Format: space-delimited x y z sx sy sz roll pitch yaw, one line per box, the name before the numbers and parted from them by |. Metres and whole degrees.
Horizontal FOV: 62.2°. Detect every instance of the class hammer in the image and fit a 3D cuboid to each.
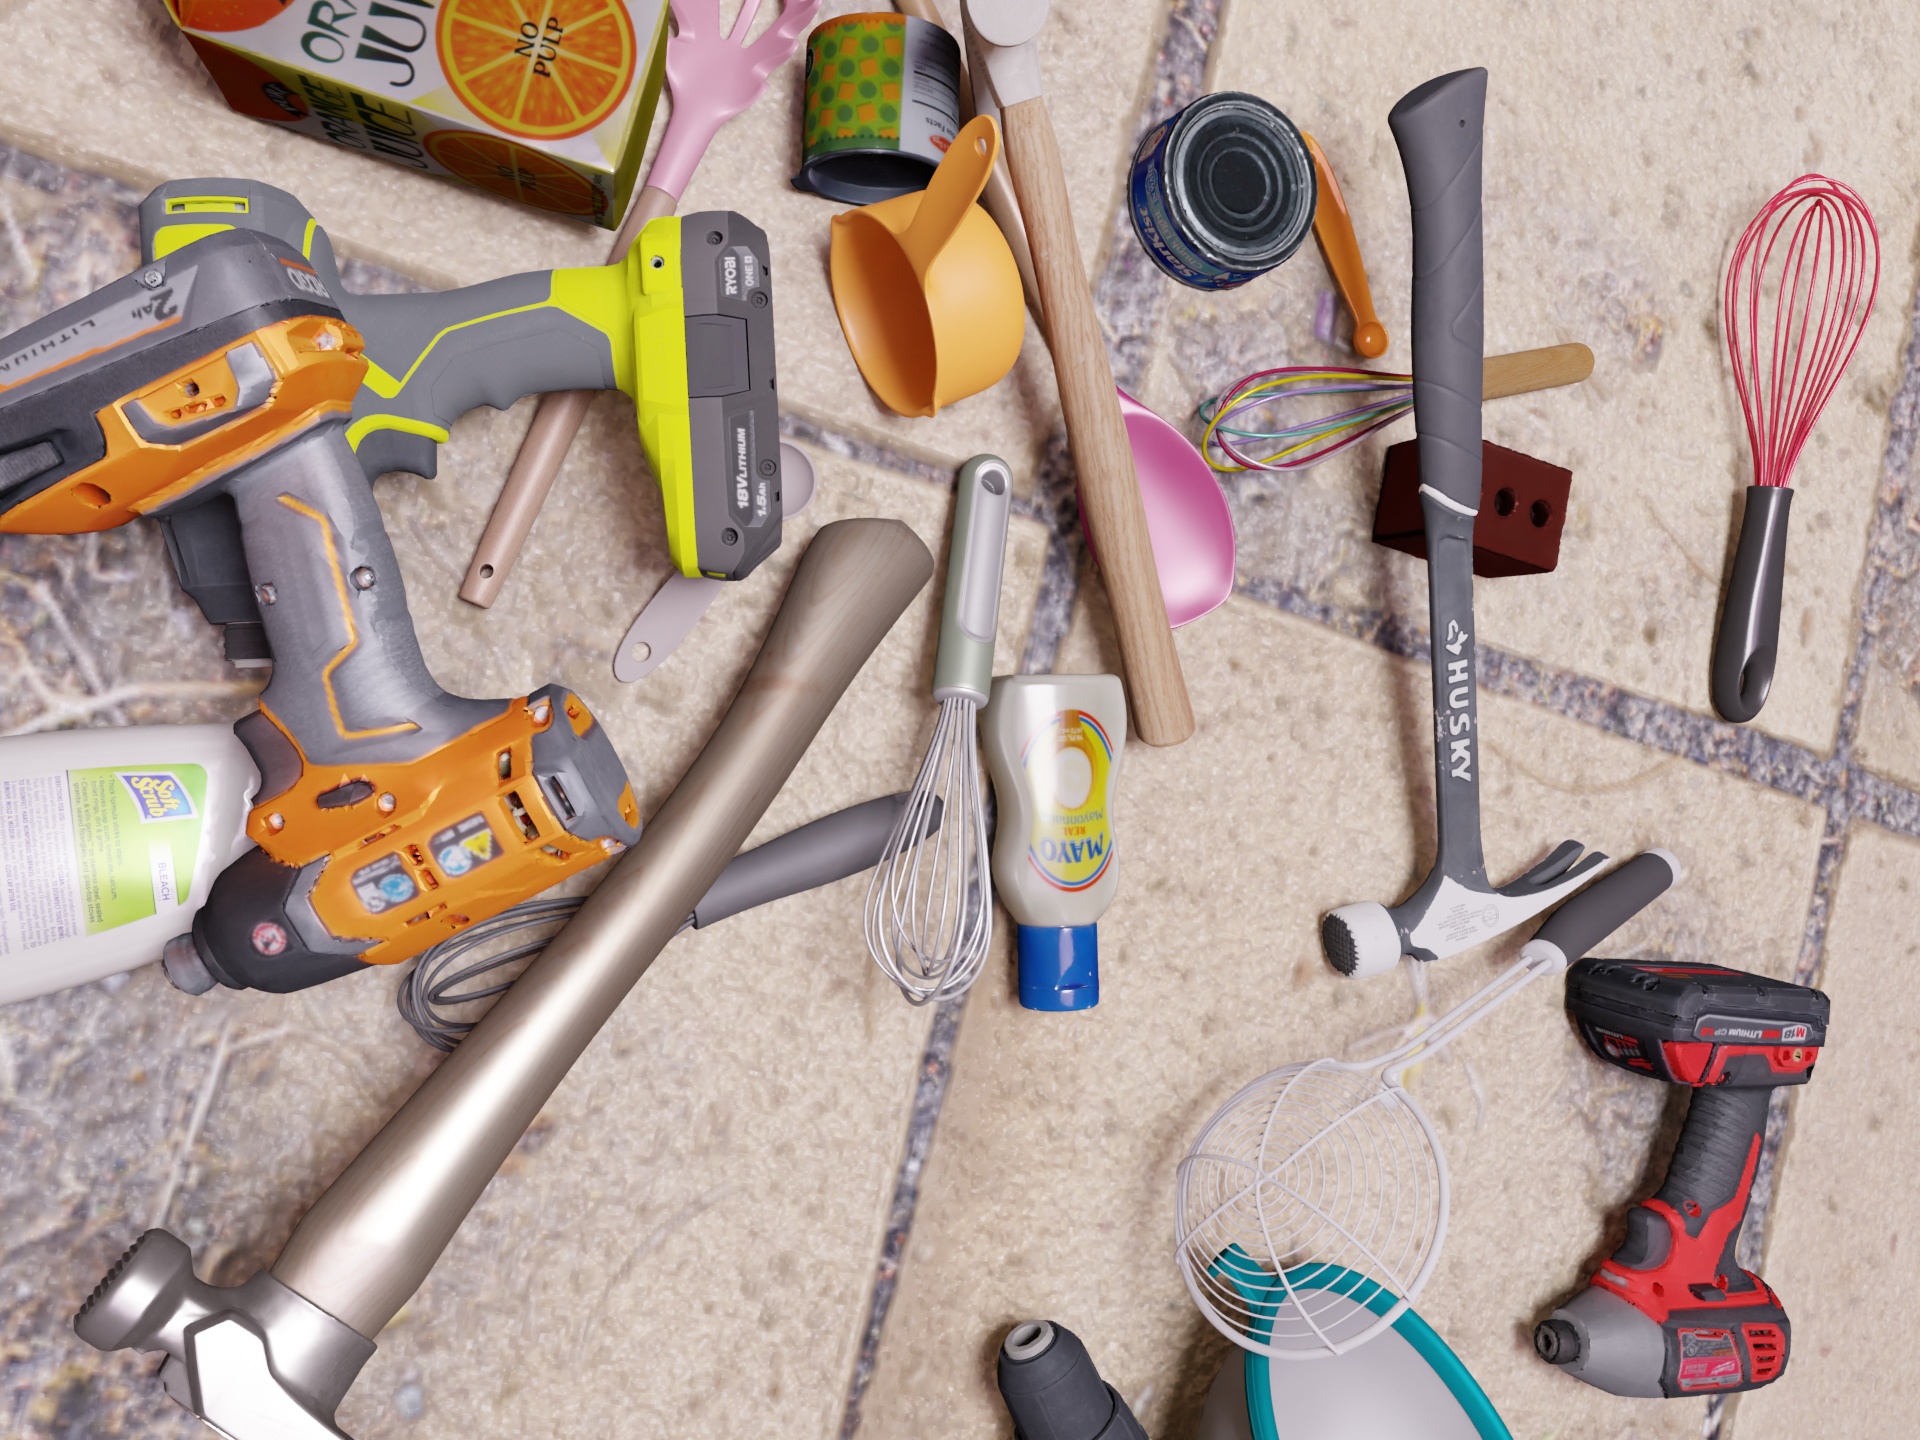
hammer | -0.120 0.083 0.599 0.146 0.038 0.411 41 63 -14
hammer | 0.231 -0.082 0.734 0.149 0.036 0.408 -12 108 -16
hammer | 0.052 -0.144 0.674 0.031 0.130 0.331 -15 110 3

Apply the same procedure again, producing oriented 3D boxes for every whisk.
whisk | -0.109 0.075 0.650 0.239 0.055 0.055 -20 97 -24
whisk | -0.001 -0.002 0.671 0.057 0.059 0.246 15 70 -24
whisk | 0.441 -0.145 0.862 0.073 0.073 0.296 4 95 -21
whisk | 0.218 -0.159 0.785 0.245 0.051 0.047 -14 115 -25

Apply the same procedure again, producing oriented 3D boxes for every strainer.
strainer | 0.219 0.389 0.743 0.340 0.211 0.095 31 121 -32

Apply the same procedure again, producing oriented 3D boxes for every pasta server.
pasta server | -0.133 -0.192 0.645 0.060 0.040 0.316 23 83 -7

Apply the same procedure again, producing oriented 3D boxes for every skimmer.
skimmer | 0.244 0.163 0.757 0.363 0.127 0.090 -23 114 -36

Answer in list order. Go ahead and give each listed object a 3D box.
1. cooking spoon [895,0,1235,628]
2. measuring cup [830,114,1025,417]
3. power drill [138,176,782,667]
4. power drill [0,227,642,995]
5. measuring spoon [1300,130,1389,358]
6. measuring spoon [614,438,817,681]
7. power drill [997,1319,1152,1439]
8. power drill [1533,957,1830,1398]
cooking spoon | 0.043 -0.189 0.723 0.069 0.017 0.319 -27 100 -4
measuring cup | 0.002 -0.188 0.627 0.052 0.173 0.095 -24 83 -24
power drill | -0.180 -0.109 0.590 0.223 0.080 0.171 -3 91 -6
power drill | -0.228 -0.022 0.520 0.164 0.084 0.226 -27 102 -1
measuring spoon | 0.185 -0.234 0.786 0.021 0.011 0.117 -22 94 -22
measuring spoon | -0.106 -0.067 0.670 0.034 0.018 0.124 40 83 -21
power drill | 0.003 0.388 0.677 0.228 0.080 0.190 -29 102 -22
power drill | 0.367 0.239 0.822 0.143 0.078 0.219 5 91 -21
